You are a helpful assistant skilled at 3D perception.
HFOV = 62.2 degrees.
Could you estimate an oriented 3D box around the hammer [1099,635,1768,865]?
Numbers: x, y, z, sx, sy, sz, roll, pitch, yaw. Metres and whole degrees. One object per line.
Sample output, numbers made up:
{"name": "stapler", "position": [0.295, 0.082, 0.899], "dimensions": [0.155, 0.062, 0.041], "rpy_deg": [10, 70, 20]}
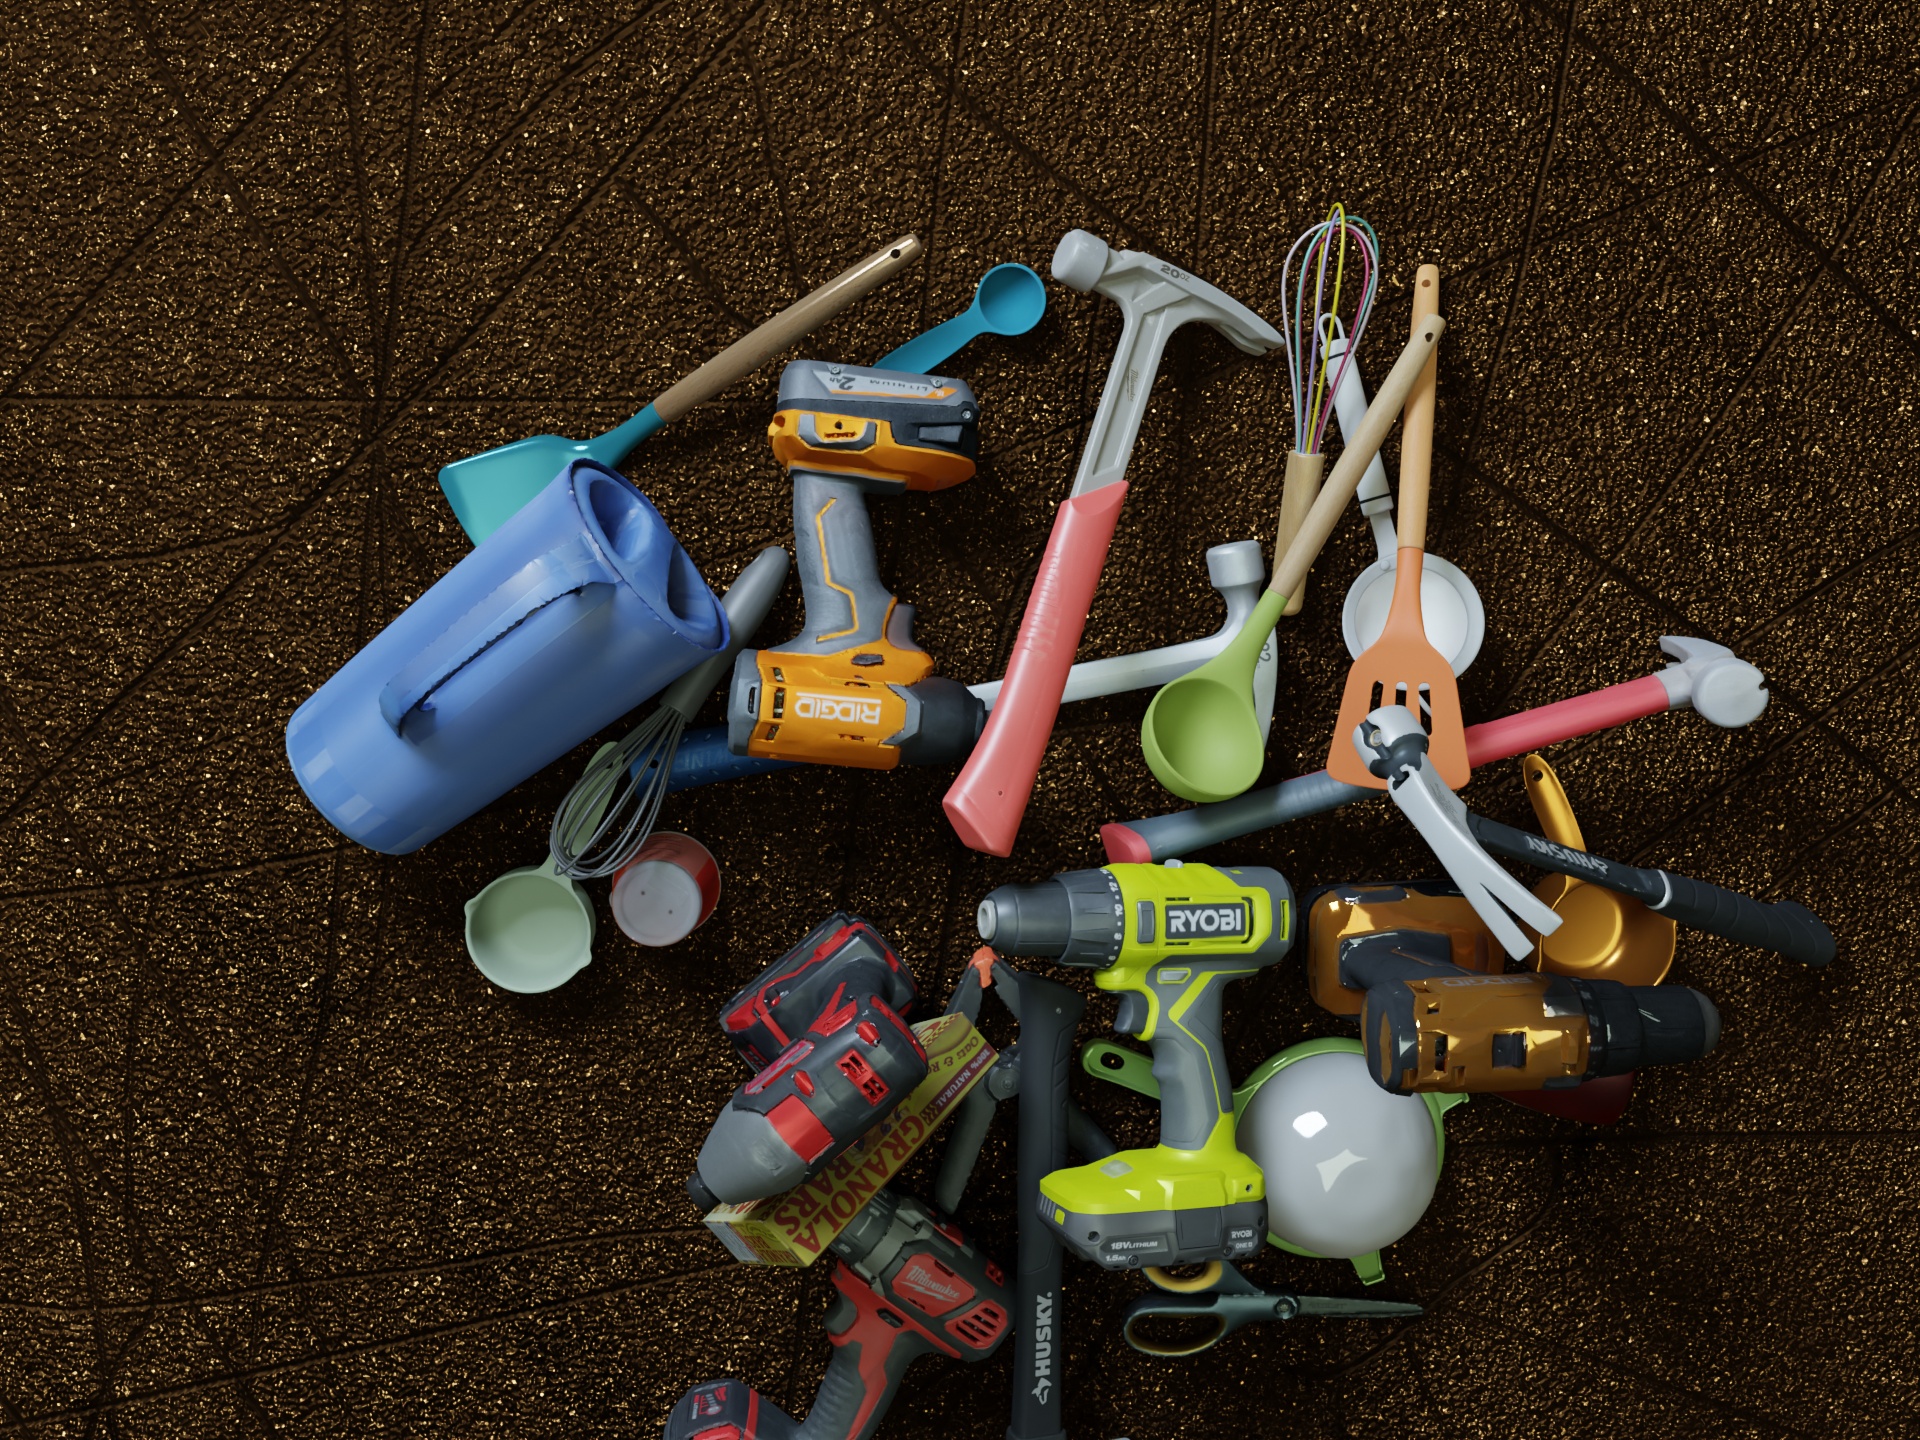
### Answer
{"name": "hammer", "position": [0.276, 0.025, 0.983], "dimensions": [0.386, 0.143, 0.038], "rpy_deg": [-17, 97, 11]}

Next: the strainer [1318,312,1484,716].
{"name": "strainer", "position": [0.260, -0.125, 0.981], "dimensions": [0.087, 0.050, 0.258], "rpy_deg": [-15, 92, 0]}

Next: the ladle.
{"name": "ladle", "position": [0.204, -0.096, 0.935], "dimensions": [0.078, 0.062, 0.320], "rpy_deg": [29, 94, -9]}

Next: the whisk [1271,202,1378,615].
{"name": "whisk", "position": [0.212, -0.183, 0.957], "dimensions": [0.051, 0.047, 0.245], "rpy_deg": [-7, 112, -29]}

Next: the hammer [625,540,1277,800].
{"name": "hammer", "position": [-0.002, -0.003, 0.985], "dimensions": [0.405, 0.035, 0.144], "rpy_deg": [-11, 98, -1]}

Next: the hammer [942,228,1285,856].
{"name": "hammer", "position": [0.075, -0.094, 0.918], "dimensions": [0.149, 0.037, 0.359], "rpy_deg": [21, 81, -21]}

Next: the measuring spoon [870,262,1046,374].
{"name": "measuring spoon", "position": [-0.006, -0.233, 0.968], "dimensions": [0.128, 0.021, 0.042], "rpy_deg": [-29, 99, 10]}

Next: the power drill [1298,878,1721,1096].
{"name": "power drill", "position": [0.305, 0.153, 0.923], "dimensions": [0.185, 0.226, 0.084], "rpy_deg": [-2, 98, -3]}

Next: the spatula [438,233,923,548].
{"name": "spatula", "position": [-0.158, -0.193, 0.933], "dimensions": [0.317, 0.044, 0.082], "rpy_deg": [-30, 94, 14]}

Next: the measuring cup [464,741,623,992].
{"name": "measuring cup", "position": [-0.245, 0.087, 0.984], "dimensions": [0.083, 0.038, 0.167], "rpy_deg": [25, 94, -6]}

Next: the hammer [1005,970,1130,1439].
{"name": "hammer", "position": [0.044, 0.322, 0.980], "dimensions": [0.146, 0.035, 0.335], "rpy_deg": [1, 92, -21]}

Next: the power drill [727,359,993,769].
{"name": "power drill", "position": [-0.044, -0.084, 0.930], "dimensions": [0.164, 0.084, 0.226], "rpy_deg": [6, 85, -6]}

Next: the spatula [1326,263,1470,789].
{"name": "spatula", "position": [0.268, -0.120, 0.944], "dimensions": [0.081, 0.041, 0.323], "rpy_deg": [3, 75, 19]}

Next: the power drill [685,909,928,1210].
{"name": "power drill", "position": [-0.088, 0.196, 0.913], "dimensions": [0.143, 0.220, 0.078], "rpy_deg": [-40, 97, 2]}

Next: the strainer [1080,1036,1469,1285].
{"name": "strainer", "position": [0.197, 0.264, 1.012], "dimensions": [0.256, 0.069, 0.151], "rpy_deg": [23, 96, -7]}

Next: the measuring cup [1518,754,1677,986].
{"name": "measuring cup", "position": [0.385, 0.098, 1.010], "dimensions": [0.095, 0.052, 0.173], "rpy_deg": [-24, 96, 1]}

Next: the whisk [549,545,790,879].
{"name": "whisk", "position": [-0.169, -0.007, 0.945], "dimensions": [0.055, 0.055, 0.239], "rpy_deg": [33, 75, -6]}

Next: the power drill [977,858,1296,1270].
{"name": "power drill", "position": [0.103, 0.197, 0.942], "dimensions": [0.190, 0.080, 0.228], "rpy_deg": [1, 88, -19]}

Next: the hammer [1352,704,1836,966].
{"name": "hammer", "position": [0.394, 0.097, 0.916], "dimensions": [0.408, 0.149, 0.036], "rpy_deg": [17, 125, -34]}

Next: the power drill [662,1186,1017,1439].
{"name": "power drill", "position": [-0.095, 0.394, 1.013], "dimensions": [0.188, 0.080, 0.226], "rpy_deg": [39, 91, -7]}
